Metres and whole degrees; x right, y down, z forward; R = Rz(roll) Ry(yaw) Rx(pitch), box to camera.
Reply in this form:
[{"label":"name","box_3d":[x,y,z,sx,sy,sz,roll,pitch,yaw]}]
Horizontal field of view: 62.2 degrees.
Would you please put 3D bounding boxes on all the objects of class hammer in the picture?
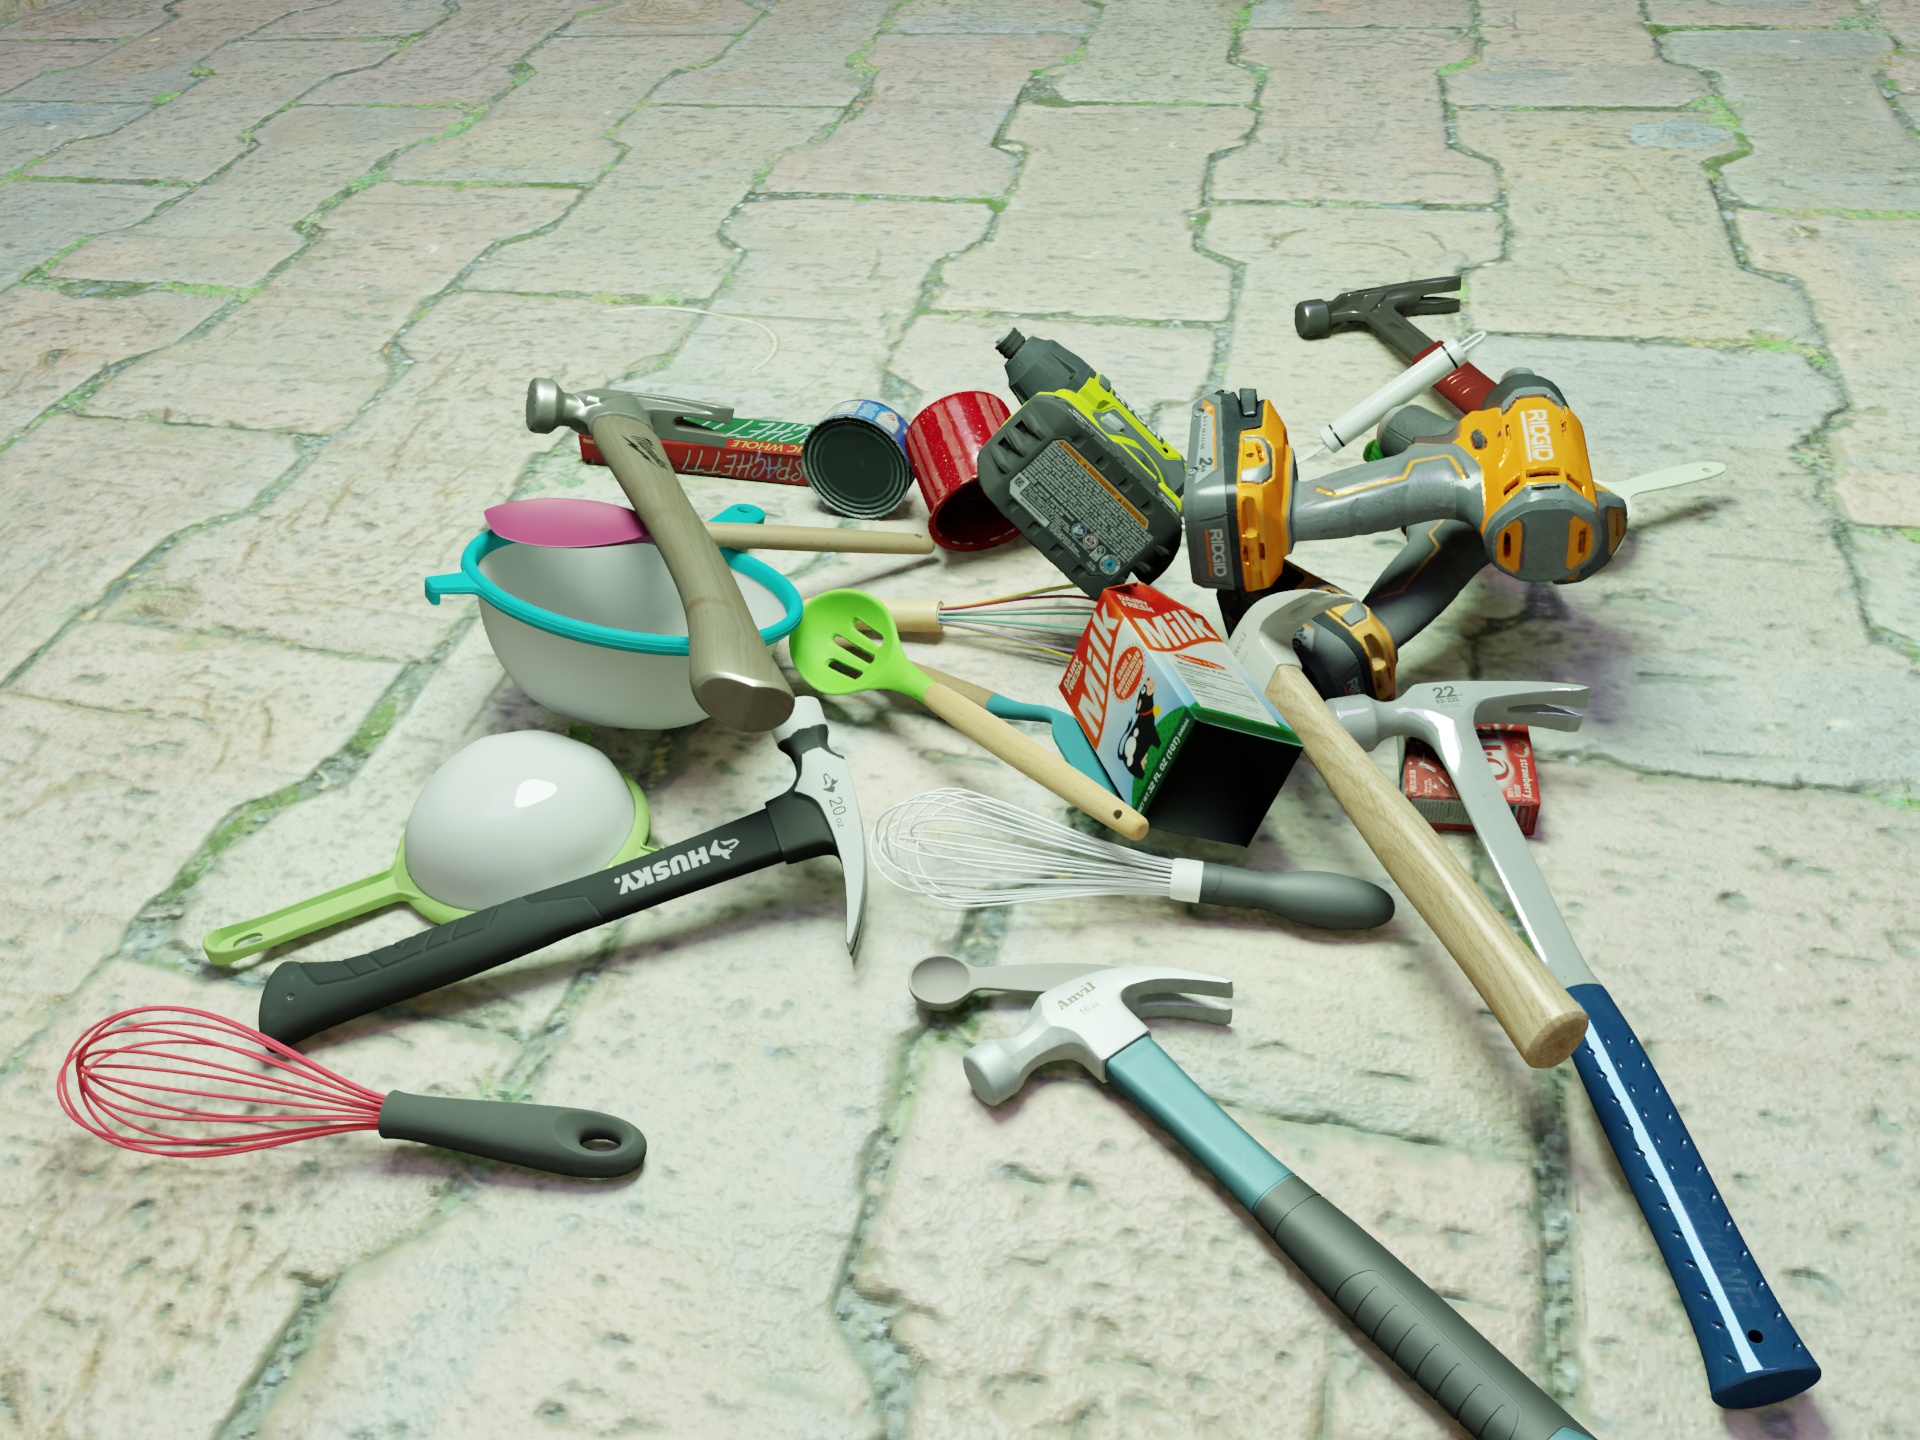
[{"label":"hammer","box_3d":[0.389,-0.275,1.245,0.149,0.036,0.359,-10,32,-4]},{"label":"hammer","box_3d":[0.147,0.220,0.699,0.128,0.033,0.331,-28,44,-24]},{"label":"hammer","box_3d":[0.300,0.122,0.769,0.144,0.035,0.406,-9,44,-1]},{"label":"hammer","box_3d":[-0.209,0.106,0.854,0.335,0.035,0.146,-20,67,-7]},{"label":"hammer","box_3d":[0.216,0.044,0.817,0.031,0.130,0.332,5,33,-23]},{"label":"hammer","box_3d":[-0.166,-0.115,0.989,0.146,0.038,0.411,2,32,-27]}]

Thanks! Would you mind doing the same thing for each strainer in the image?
[{"label":"strainer","box_3d":[-0.308,0.066,0.912,0.256,0.069,0.152,-21,42,-21]},{"label":"strainer","box_3d":[-0.199,-0.071,1.068,0.211,0.095,0.340,16,21,6]},{"label":"strainer","box_3d":[0.254,-0.190,1.112,0.258,0.050,0.087,-35,14,19]}]

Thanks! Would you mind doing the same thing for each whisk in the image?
[{"label":"whisk","box_3d":[0.090,0.083,0.859,0.284,0.070,0.070,8,41,8]},{"label":"whisk","box_3d":[0.007,-0.066,1.063,0.245,0.047,0.051,2,28,17]},{"label":"whisk","box_3d":[-0.297,0.190,0.774,0.296,0.073,0.073,7,40,5]}]

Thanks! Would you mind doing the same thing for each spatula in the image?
[{"label":"spatula","box_3d":[-0.002,-0.006,0.987,0.318,0.044,0.082,21,8,40]}]

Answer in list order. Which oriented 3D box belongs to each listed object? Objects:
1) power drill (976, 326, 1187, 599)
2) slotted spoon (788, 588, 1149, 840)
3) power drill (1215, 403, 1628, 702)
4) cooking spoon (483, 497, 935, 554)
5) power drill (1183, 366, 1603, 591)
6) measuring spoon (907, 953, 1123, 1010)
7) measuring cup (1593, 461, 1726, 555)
[{"label":"power drill","box_3d":[0.081,-0.181,1.070,0.080,0.171,0.223,-43,14,22]},{"label":"slotted spoon","box_3d":[-0.001,-0.003,0.933,0.314,0.031,0.070,33,88,44]},{"label":"power drill","box_3d":[0.271,-0.109,1.006,0.226,0.084,0.186,-34,45,-8]},{"label":"cooking spoon","box_3d":[-0.157,-0.124,1.066,0.318,0.017,0.069,-1,33,-31]},{"label":"power drill","box_3d":[0.253,-0.151,0.946,0.226,0.084,0.164,-1,45,15]},{"label":"measuring spoon","box_3d":[0.034,0.140,0.829,0.124,0.018,0.034,1,39,-3]},{"label":"measuring cup","box_3d":[0.461,-0.146,1.107,0.167,0.038,0.083,-16,40,-15]}]
